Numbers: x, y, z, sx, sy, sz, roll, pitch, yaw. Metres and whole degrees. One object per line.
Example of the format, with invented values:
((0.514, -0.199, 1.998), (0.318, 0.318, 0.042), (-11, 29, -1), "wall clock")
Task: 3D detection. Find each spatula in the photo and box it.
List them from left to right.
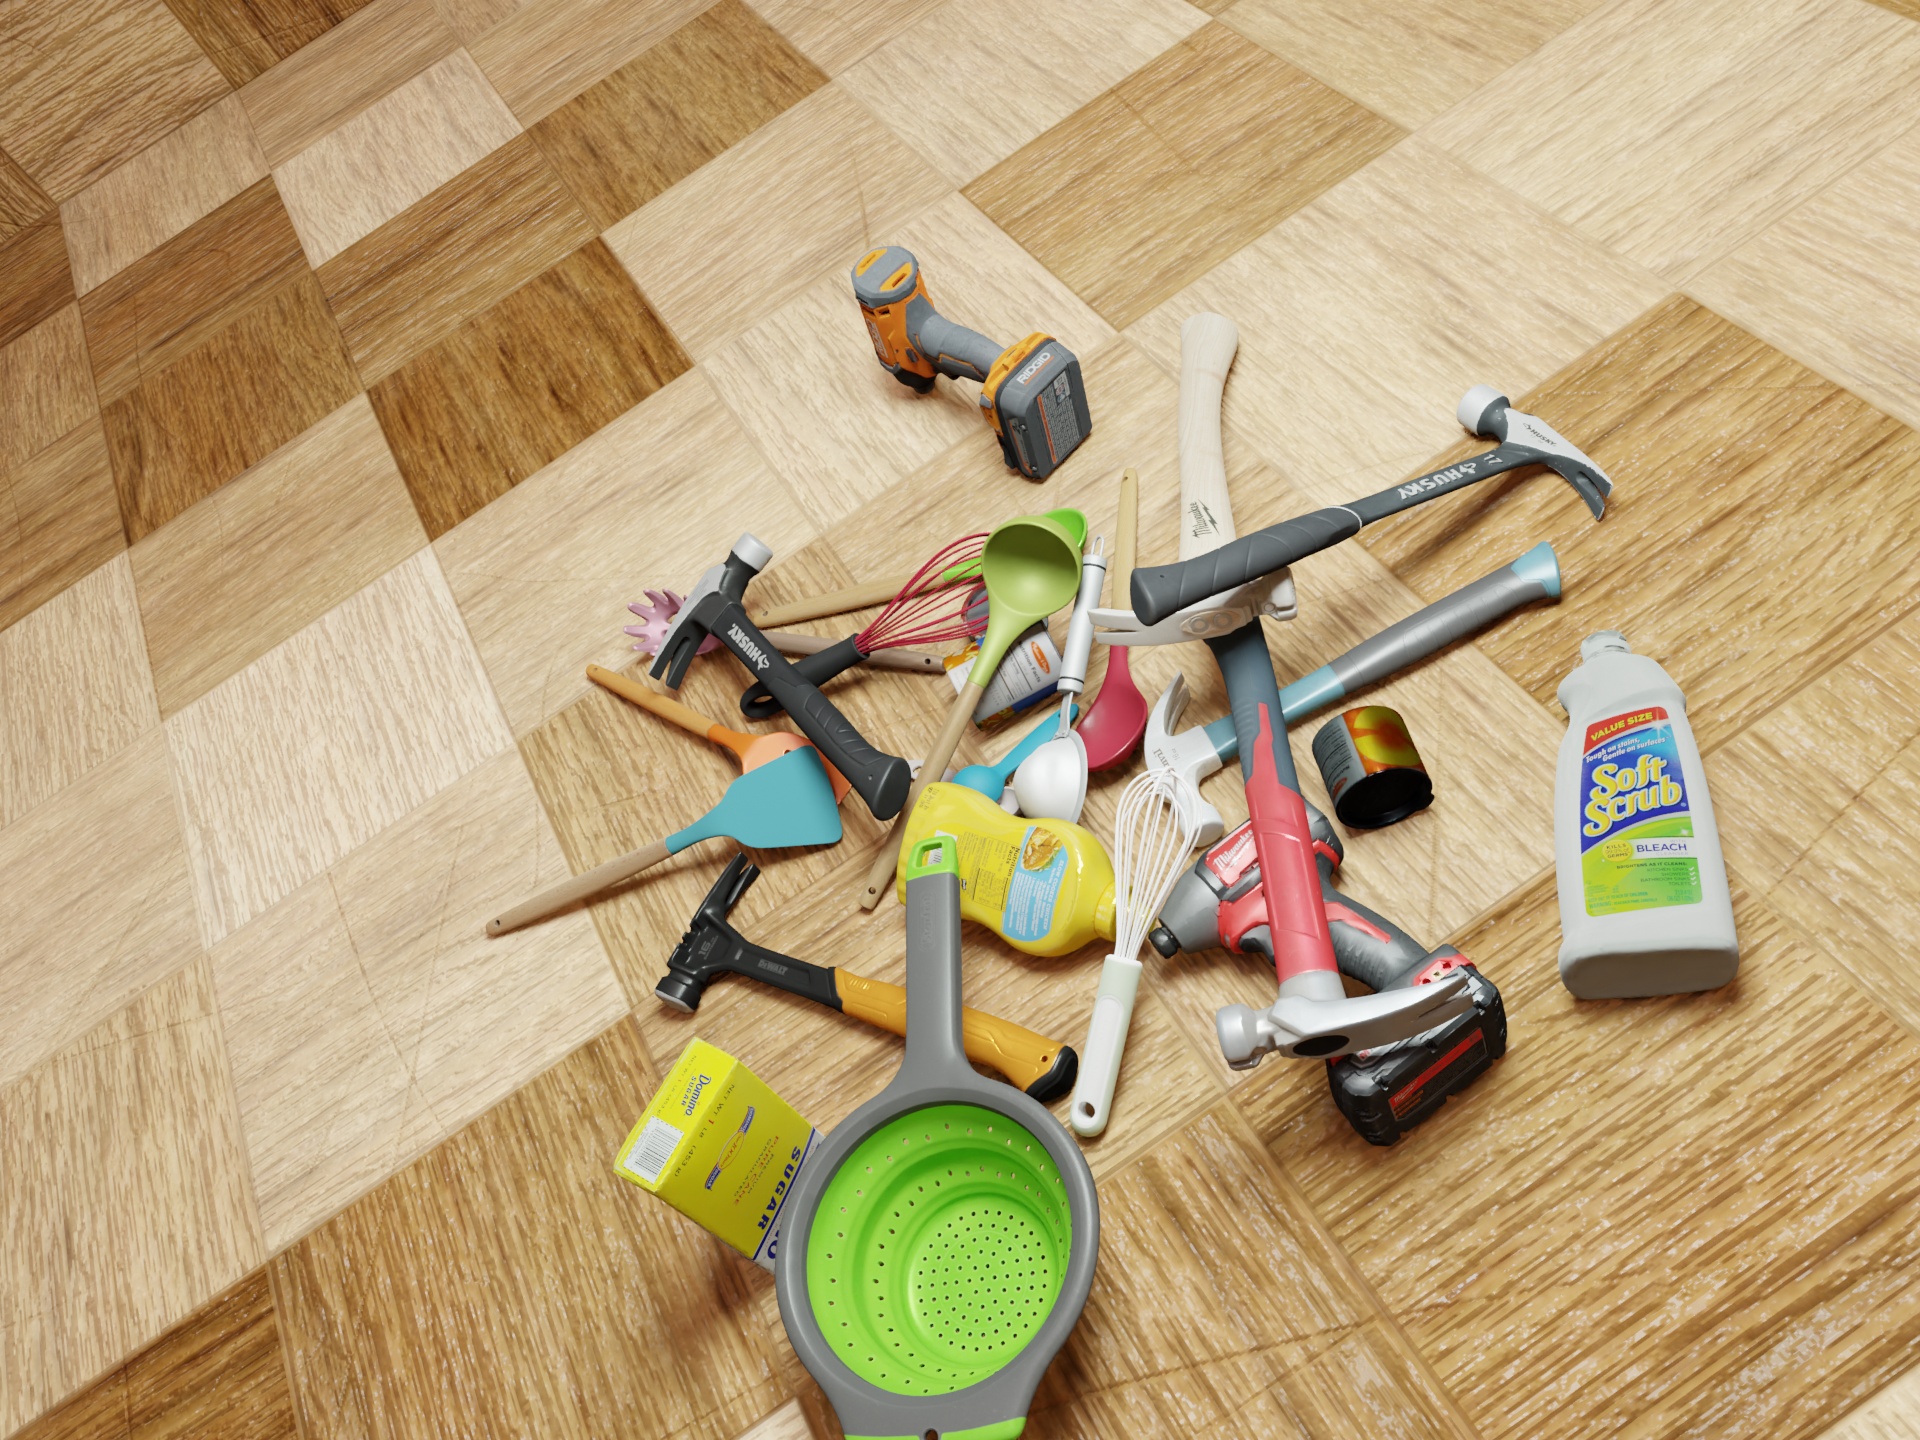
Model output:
((-0.247, 0.113, 1.277), (0.317, 0.044, 0.082), (-24, 74, 17), "spatula")
((-0.220, 0.008, 1.353), (0.323, 0.041, 0.081), (23, 70, 40), "spatula")

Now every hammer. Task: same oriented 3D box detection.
((-0.138, -0.021, 1.261), (0.146, 0.035, 0.335), (-50, 46, 4), "hammer")
((-0.064, 0.193, 1.138), (0.337, 0.034, 0.127), (14, 64, 32), "hammer")
((0.182, -0.206, 1.263), (0.146, 0.038, 0.411), (-9, 41, 15), "hammer")
((0.219, 0.045, 1.033), (0.143, 0.038, 0.387), (-16, 42, 15), "hammer")
((0.284, -0.035, 1.147), (0.331, 0.033, 0.128), (-28, 50, 3), "hammer")
((0.285, -0.142, 1.120), (0.409, 0.036, 0.149), (-22, 49, -26), "hammer")

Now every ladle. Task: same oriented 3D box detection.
((-0.002, -0.004, 1.180), (0.078, 0.062, 0.320), (27, 91, 6), "ladle")
((0.126, -0.085, 1.259), (0.069, 0.031, 0.316), (-20, 46, 33), "ladle")

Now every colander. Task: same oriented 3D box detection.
((-0.003, 0.262, 1.016), (0.204, 0.094, 0.398), (-13, 53, 16), "colander")

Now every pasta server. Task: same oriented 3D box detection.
((-0.154, -0.068, 1.367), (0.316, 0.040, 0.060), (9, 86, 28), "pasta server")

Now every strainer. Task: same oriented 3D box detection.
((0.077, -0.018, 1.173), (0.087, 0.050, 0.258), (-19, 56, 65), "strainer")

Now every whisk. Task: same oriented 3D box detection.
((-0.065, -0.068, 1.285), (0.296, 0.073, 0.073), (-27, 48, 25), "whisk")
((0.109, 0.149, 1.037), (0.058, 0.059, 0.246), (12, 85, 23), "whisk")

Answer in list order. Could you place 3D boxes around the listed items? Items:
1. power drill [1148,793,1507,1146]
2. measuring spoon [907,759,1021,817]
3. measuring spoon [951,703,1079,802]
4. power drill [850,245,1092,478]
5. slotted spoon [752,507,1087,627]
((0.225, 0.153, 1.011), (0.143, 0.078, 0.220), (-36, 46, -5), "power drill")
((0.001, 0.055, 1.225), (0.124, 0.018, 0.034), (22, 56, 42), "measuring spoon")
((0.041, 0.021, 1.211), (0.128, 0.021, 0.042), (-40, 42, -19), "measuring spoon")
((0.008, -0.309, 1.410), (0.227, 0.164, 0.084), (38, 77, 26), "power drill")
((-0.037, -0.120, 1.360), (0.314, 0.031, 0.070), (-12, 52, 18), "slotted spoon")
